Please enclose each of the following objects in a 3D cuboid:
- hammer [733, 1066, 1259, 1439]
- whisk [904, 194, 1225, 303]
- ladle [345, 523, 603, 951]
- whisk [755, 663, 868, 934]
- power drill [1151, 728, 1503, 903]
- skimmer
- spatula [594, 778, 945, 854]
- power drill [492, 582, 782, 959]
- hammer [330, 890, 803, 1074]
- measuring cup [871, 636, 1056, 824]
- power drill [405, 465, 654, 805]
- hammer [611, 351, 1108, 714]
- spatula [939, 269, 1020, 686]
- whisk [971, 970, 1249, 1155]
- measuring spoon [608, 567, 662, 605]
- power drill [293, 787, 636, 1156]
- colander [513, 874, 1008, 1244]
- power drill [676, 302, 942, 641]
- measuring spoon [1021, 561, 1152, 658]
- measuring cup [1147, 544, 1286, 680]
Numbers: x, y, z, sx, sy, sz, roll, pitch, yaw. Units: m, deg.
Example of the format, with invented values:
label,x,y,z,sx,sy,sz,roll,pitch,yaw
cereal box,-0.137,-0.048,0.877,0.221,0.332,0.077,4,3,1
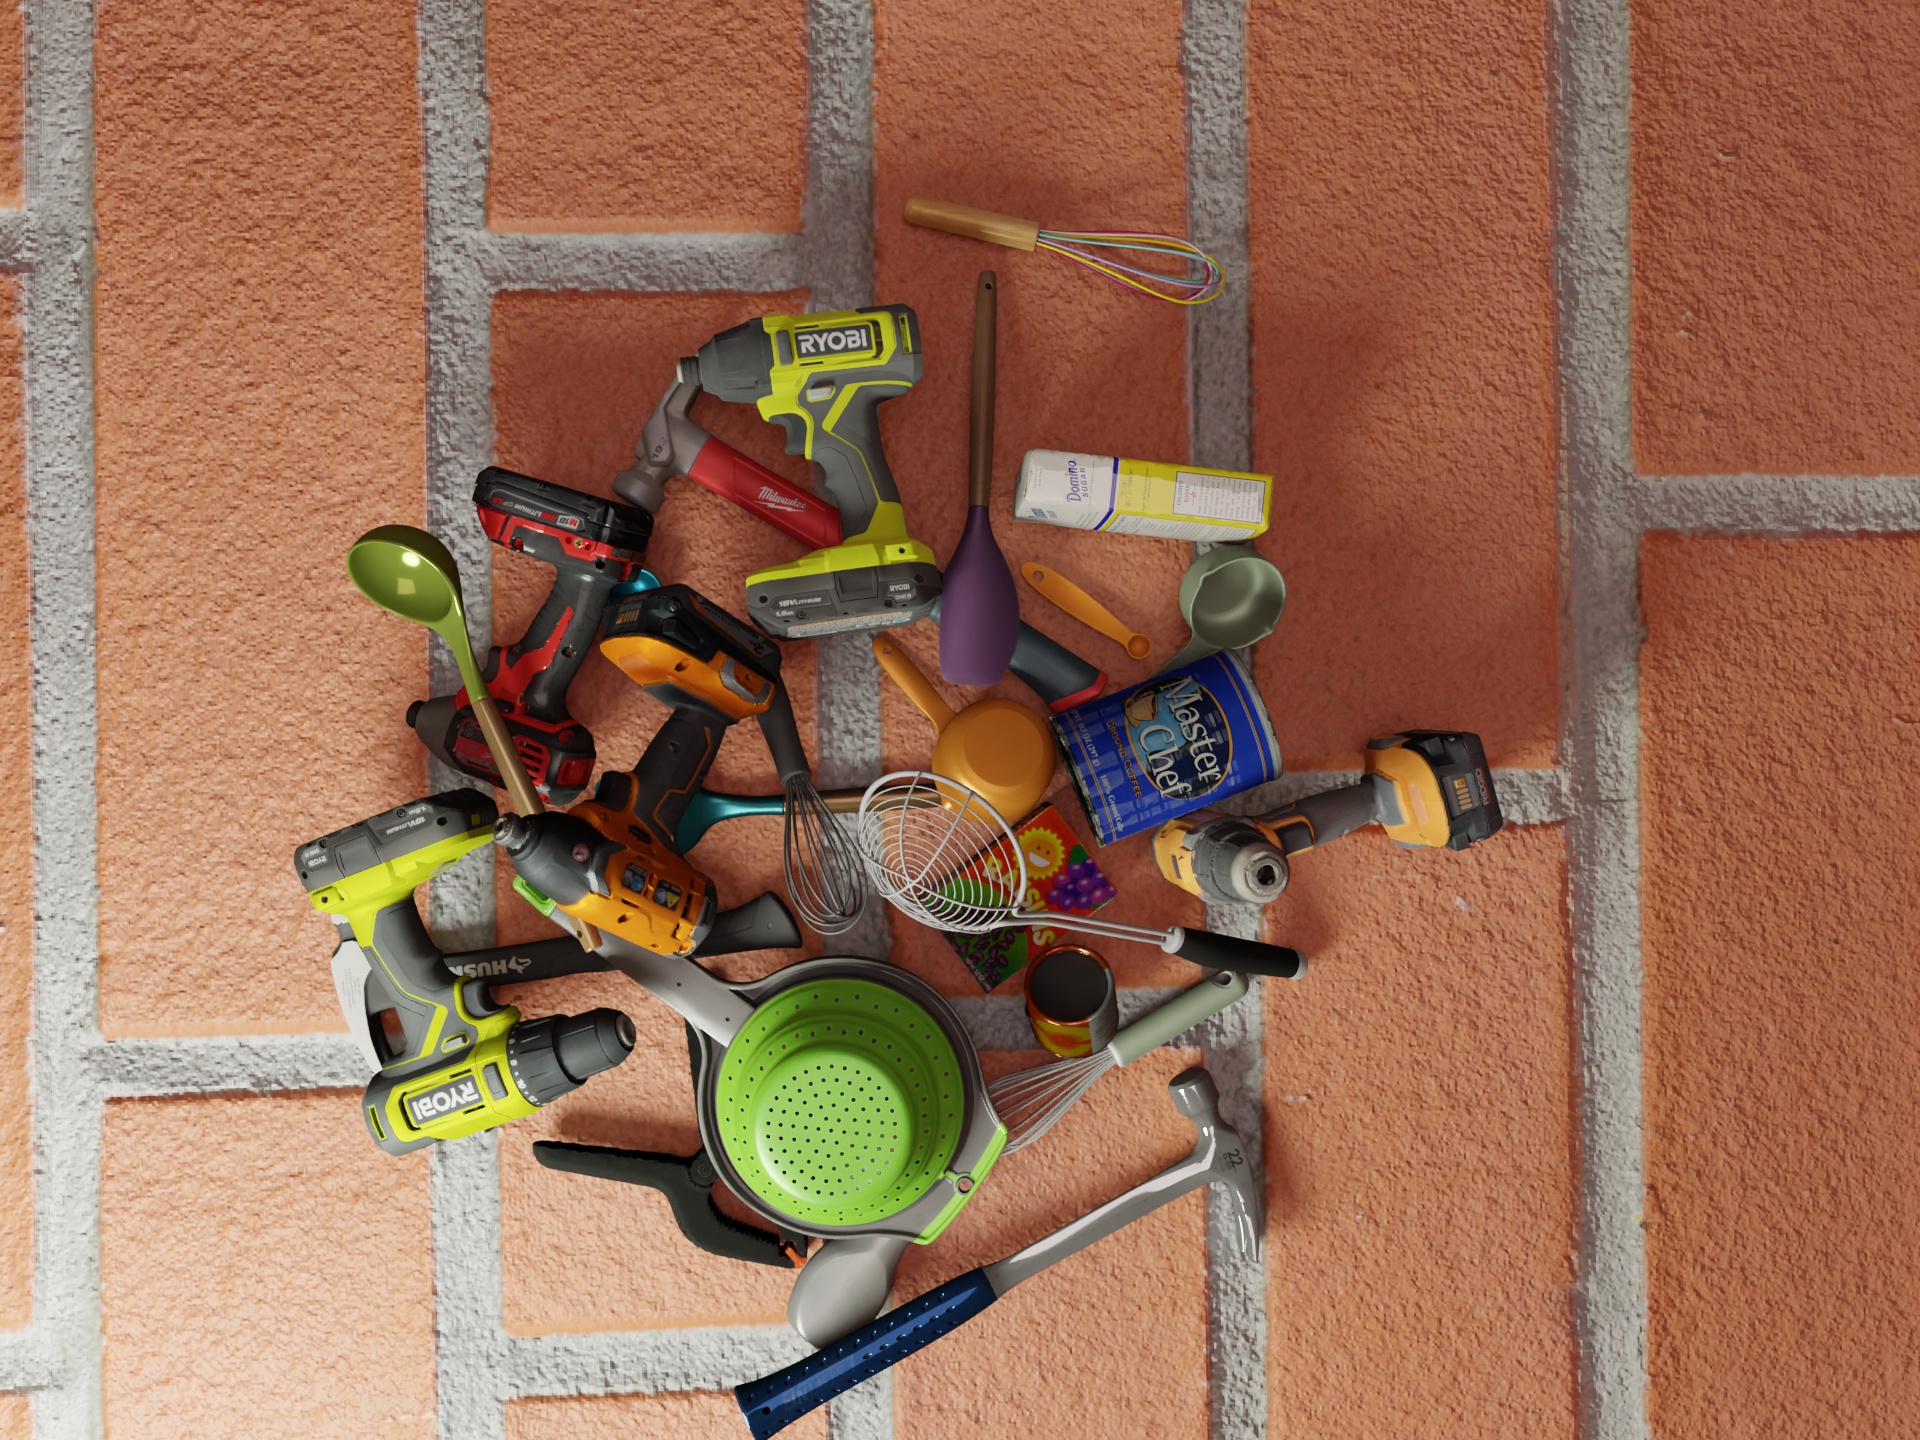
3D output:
label,x,y,z,sx,sy,sz,roll,pitch,yaw
hammer,0.033,0.407,1.148,0.405,0.035,0.144,-25,92,-12
whisk,0.078,-0.353,1.183,0.245,0.051,0.047,13,94,0
ladle,-0.323,0.014,1.076,0.078,0.062,0.320,-27,87,42
whisk,-0.119,0.042,1.129,0.055,0.055,0.239,-20,63,-3
power drill,0.260,0.074,1.119,0.226,0.185,0.084,-17,93,-6
skimmer,0.098,0.119,1.128,0.363,0.127,0.090,14,51,-28
spatula,-0.104,0.065,1.167,0.317,0.044,0.082,-4,105,-5
power drill,-0.215,0.026,1.060,0.164,0.084,0.227,34,60,-41
hammer,-0.283,0.177,1.160,0.334,0.035,0.146,-8,89,-3
measuring cup,-0.002,-0.004,1.161,0.095,0.052,0.173,-40,85,-20
power drill,-0.311,-0.061,1.135,0.143,0.078,0.219,17,94,16
hammer,-0.055,-0.132,1.175,0.386,0.038,0.143,30,86,-2
spatula,0.017,-0.180,1.166,0.059,0.018,0.316,4,80,-12
whisk,0.108,0.251,1.180,0.246,0.058,0.059,-29,125,-6
measuring spoon,-0.221,-0.054,1.178,0.042,0.021,0.128,-23,100,7
power drill,-0.340,0.167,1.089,0.190,0.080,0.228,-21,90,9
colander,-0.151,0.222,1.097,0.397,0.094,0.204,36,91,0
power drill,-0.102,-0.175,1.119,0.171,0.080,0.223,-8,84,-6
measuring spoon,0.094,-0.083,1.198,0.117,0.011,0.021,35,85,1
measuring cup,0.169,-0.062,1.188,0.083,0.038,0.167,33,108,-31
